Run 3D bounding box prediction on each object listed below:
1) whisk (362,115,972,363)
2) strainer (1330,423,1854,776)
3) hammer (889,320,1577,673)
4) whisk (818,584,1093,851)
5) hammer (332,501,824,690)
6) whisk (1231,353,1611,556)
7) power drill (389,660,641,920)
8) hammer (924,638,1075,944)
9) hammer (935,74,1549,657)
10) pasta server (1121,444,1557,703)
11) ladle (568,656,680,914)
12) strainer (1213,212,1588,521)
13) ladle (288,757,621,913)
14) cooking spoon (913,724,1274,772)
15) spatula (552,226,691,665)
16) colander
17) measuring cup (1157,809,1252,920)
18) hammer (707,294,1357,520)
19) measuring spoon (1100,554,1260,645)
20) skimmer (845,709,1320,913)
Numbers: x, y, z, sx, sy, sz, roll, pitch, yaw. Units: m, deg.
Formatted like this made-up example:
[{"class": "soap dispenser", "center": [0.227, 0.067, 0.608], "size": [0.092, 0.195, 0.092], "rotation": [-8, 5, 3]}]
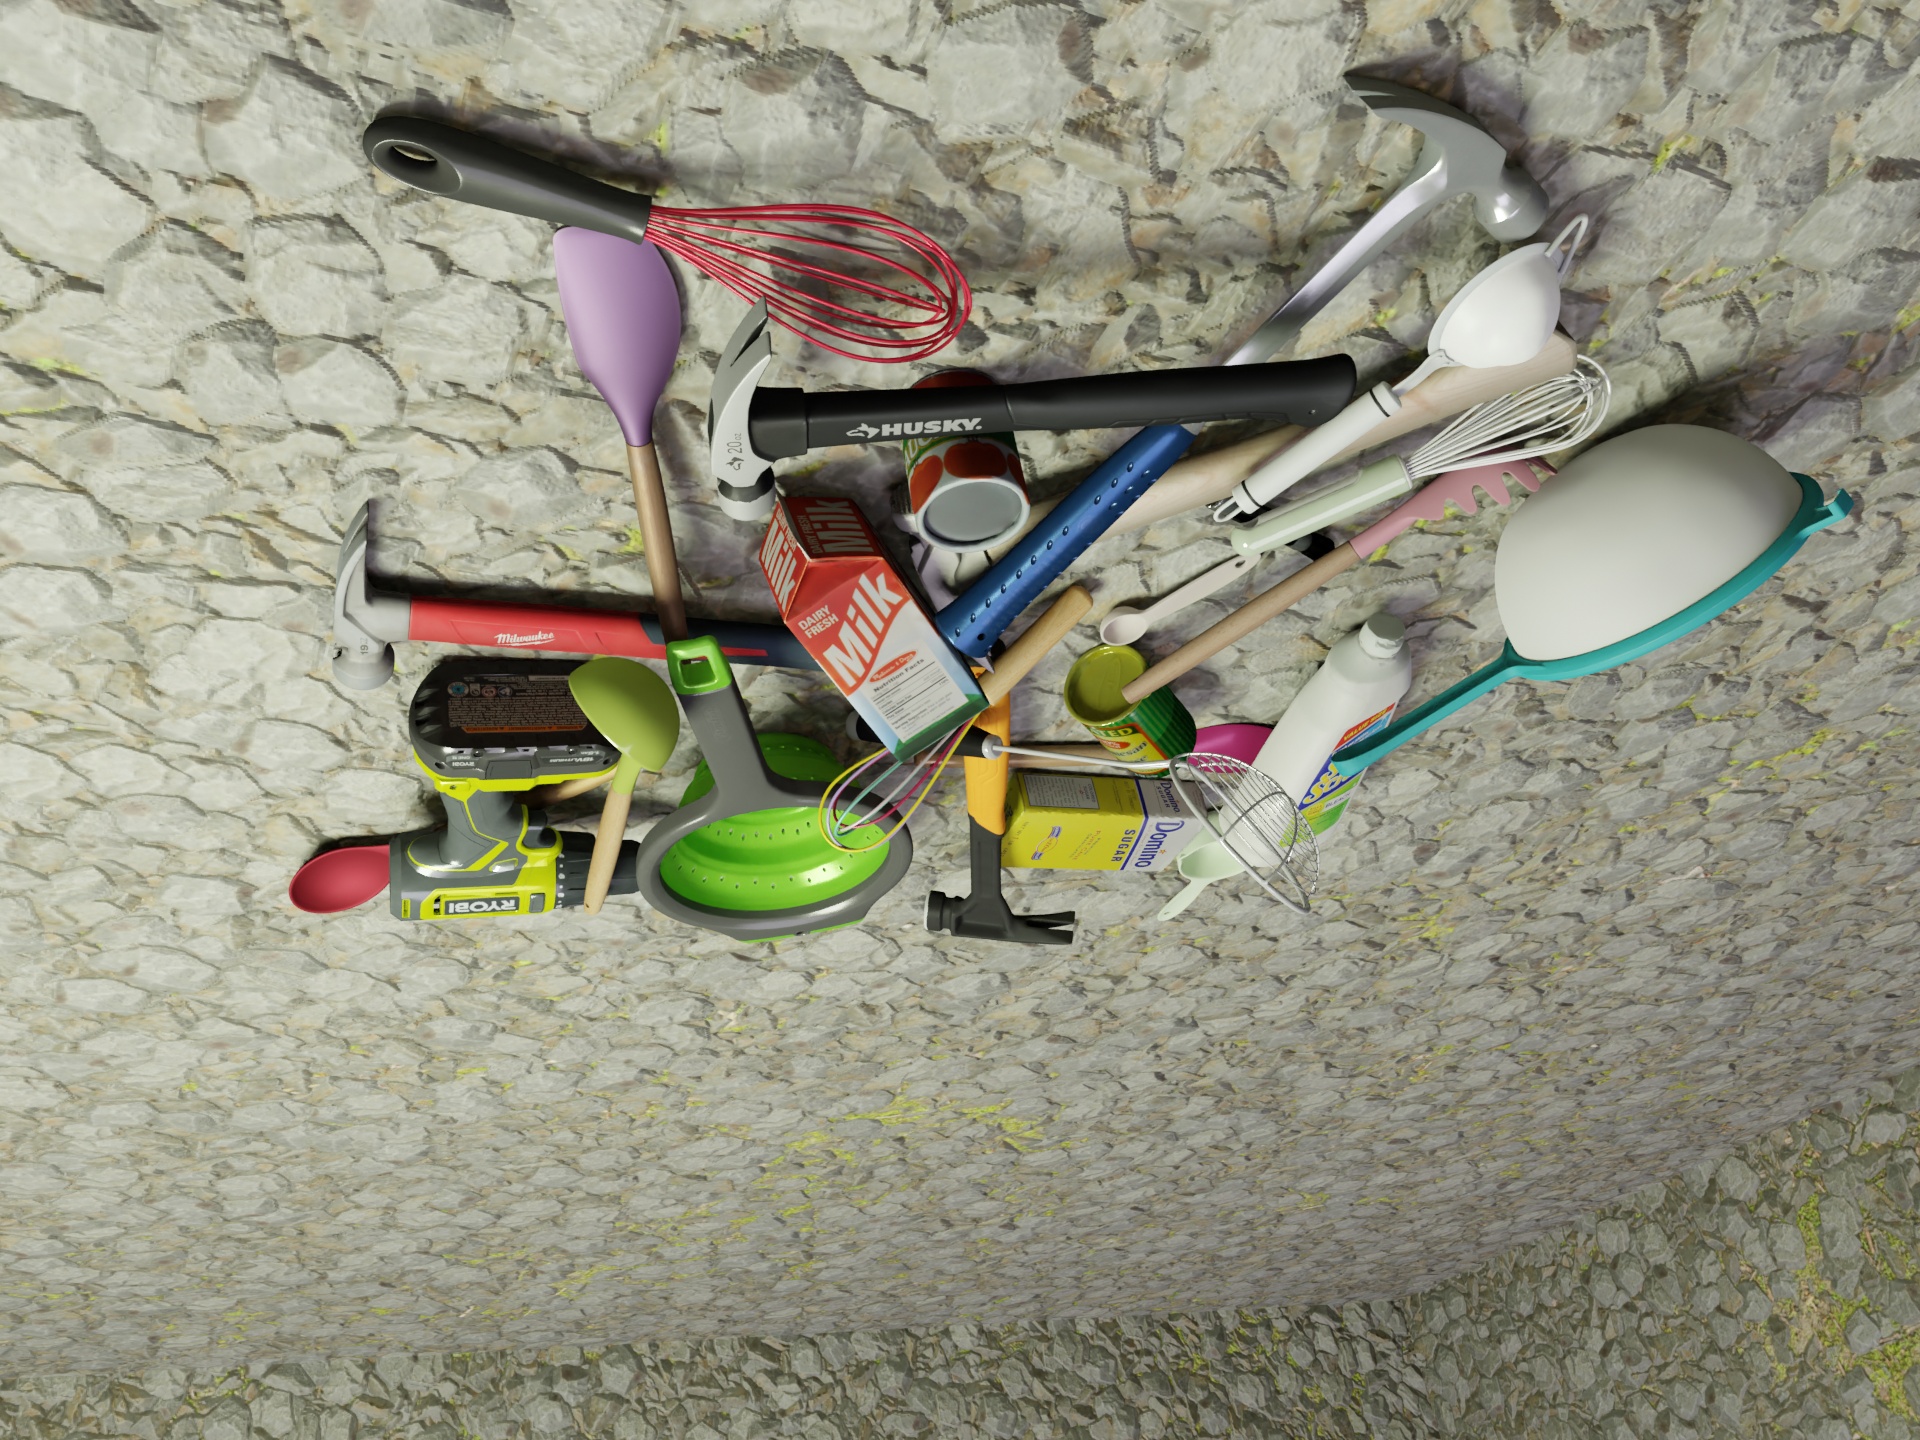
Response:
[{"class": "whisk", "center": [-0.132, -0.236, 0.765], "size": [0.295, 0.073, 0.073], "rotation": [11, 142, -20]}, {"class": "strainer", "center": [0.369, -0.089, 1.024], "size": [0.340, 0.211, 0.095], "rotation": [-34, 100, 12]}, {"class": "hammer", "center": [0.171, -0.149, 0.978], "size": [0.410, 0.038, 0.146], "rotation": [-19, 132, 9]}, {"class": "whisk", "center": [-0.003, -0.005, 1.078], "size": [0.245, 0.047, 0.051], "rotation": [-45, 150, -5]}, {"class": "hammer", "center": [-0.196, -0.064, 1.025], "size": [0.386, 0.038, 0.143], "rotation": [3, 143, -21]}, {"class": "whisk", "center": [0.285, -0.160, 0.997], "size": [0.246, 0.058, 0.059], "rotation": [-23, 110, 13]}, {"class": "power drill", "center": [-0.304, 0.061, 1.127], "size": [0.190, 0.080, 0.228], "rotation": [-1, 141, -20]}, {"class": "hammer", "center": [0.028, 0.063, 1.229], "size": [0.127, 0.034, 0.336], "rotation": [5, 137, 7]}, {"class": "hammer", "center": [0.128, -0.177, 0.888], "size": [0.144, 0.035, 0.405], "rotation": [23, 125, -40]}, {"class": "pasta server", "center": [0.245, -0.093, 1.066], "size": [0.316, 0.040, 0.060], "rotation": [-33, -177, 18]}, {"class": "ladle", "center": [-0.236, 0.061, 1.047], "size": [0.062, 0.078, 0.320], "rotation": [-30, 162, -33]}, {"class": "strainer", "center": [0.250, -0.185, 0.902], "size": [0.258, 0.050, 0.086], "rotation": [-35, 153, 27]}, {"class": "ladle", "center": [-0.371, 0.079, 1.206], "size": [0.315, 0.031, 0.069], "rotation": [-21, 144, 12]}, {"class": "cooking spoon", "center": [0.117, 0.028, 1.274], "size": [0.318, 0.017, 0.068], "rotation": [0, 144, -16]}, {"class": "spatula", "center": [-0.176, -0.139, 0.900], "size": [0.059, 0.018, 0.315], "rotation": [-7, 139, -7]}, {"class": "colander", "center": [-0.149, 0.031, 1.130], "size": [0.204, 0.095, 0.396], "rotation": [-10, 147, -1]}, {"class": "measuring cup", "center": [0.213, 0.132, 1.448], "size": [0.083, 0.038, 0.167], "rotation": [2, 147, -19]}, {"class": "hammer", "center": [0.038, -0.164, 0.812], "size": [0.334, 0.035, 0.146], "rotation": [-5, 156, -7]}, {"class": "measuring spoon", "center": [0.152, -0.090, 1.111], "size": [0.124, 0.018, 0.034], "rotation": [-28, 144, 14]}, {"class": "skimmer", "center": [0.069, 0.054, 1.082], "size": [0.363, 0.090, 0.127], "rotation": [8, 173, 31]}]
